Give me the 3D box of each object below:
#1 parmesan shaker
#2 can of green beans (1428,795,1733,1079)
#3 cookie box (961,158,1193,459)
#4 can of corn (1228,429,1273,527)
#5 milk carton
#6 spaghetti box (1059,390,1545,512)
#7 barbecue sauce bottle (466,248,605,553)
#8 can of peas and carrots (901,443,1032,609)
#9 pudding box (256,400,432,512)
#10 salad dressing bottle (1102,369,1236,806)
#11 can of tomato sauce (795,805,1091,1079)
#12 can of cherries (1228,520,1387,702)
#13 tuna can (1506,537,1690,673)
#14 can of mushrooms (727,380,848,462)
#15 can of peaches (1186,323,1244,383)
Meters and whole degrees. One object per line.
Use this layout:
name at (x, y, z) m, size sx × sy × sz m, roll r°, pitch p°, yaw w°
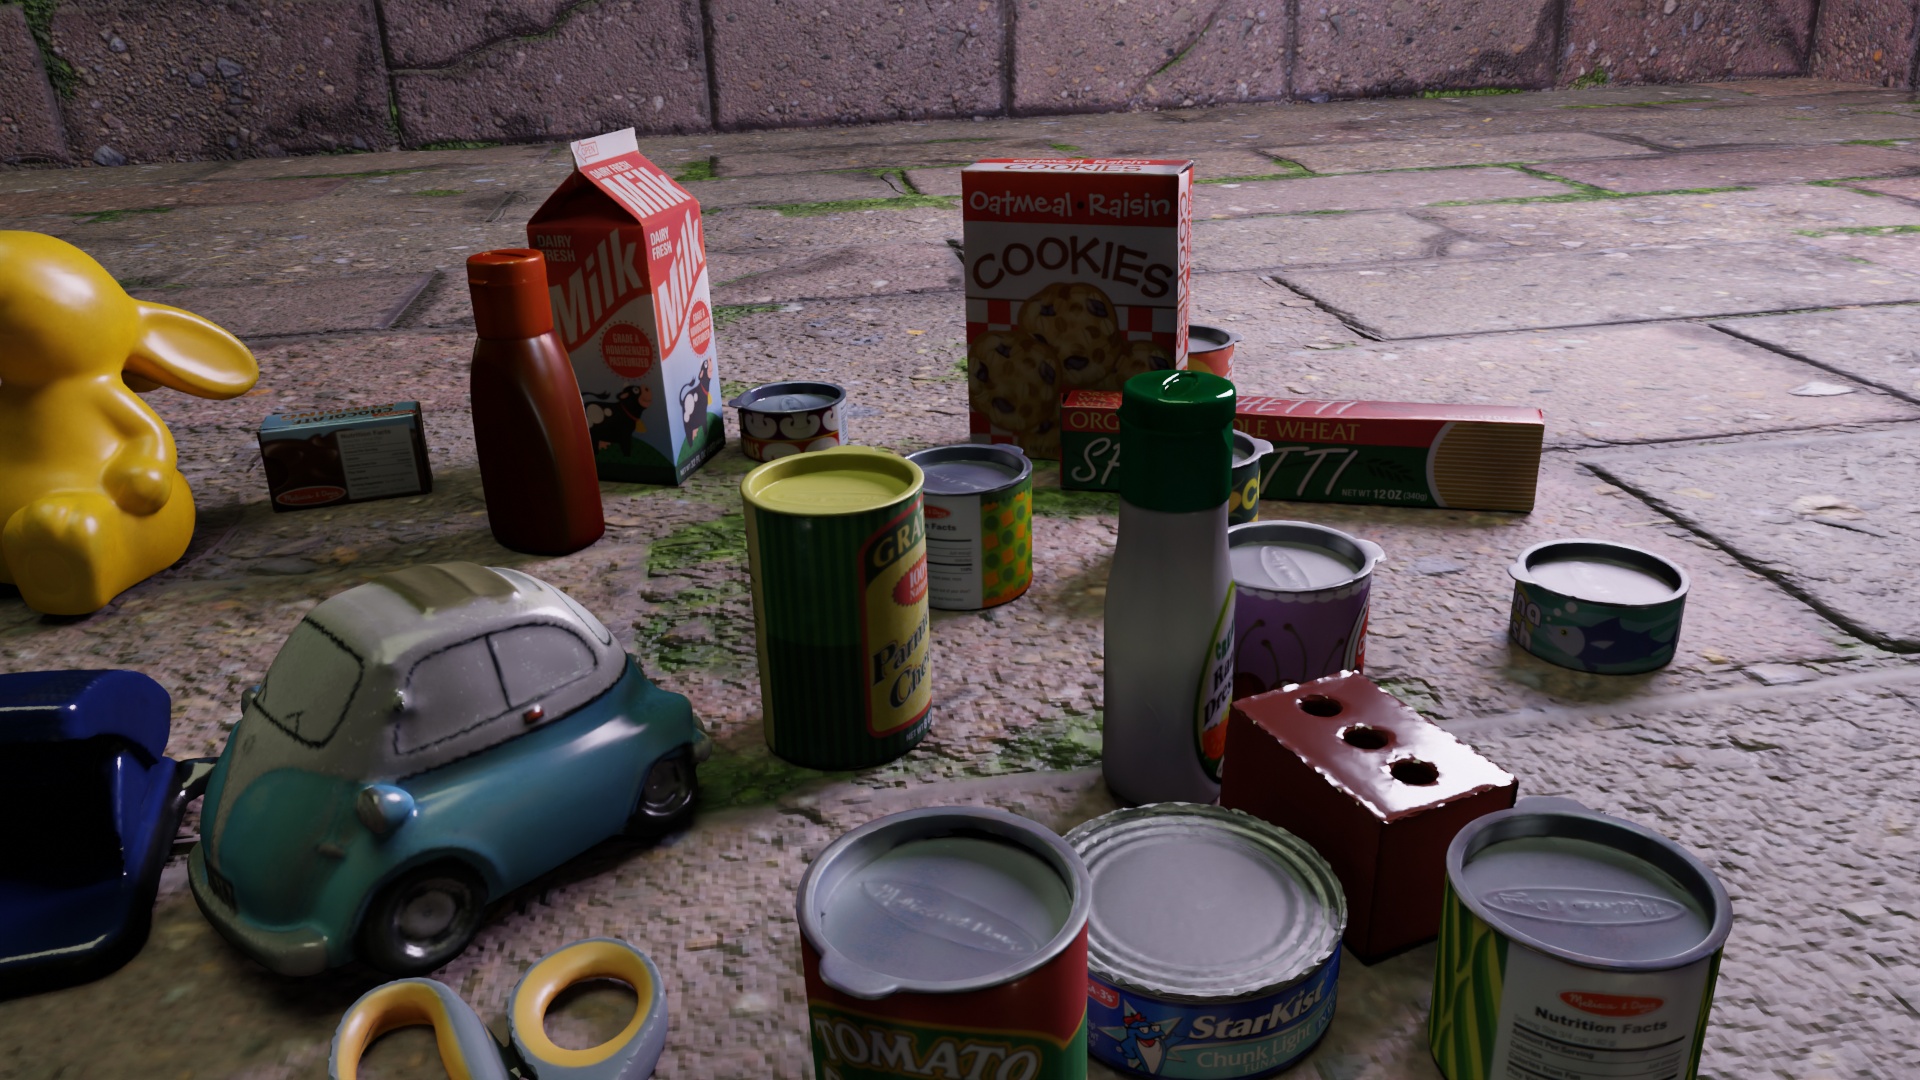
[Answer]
parmesan shaker at (-0.044, 0.024, 0.522) m, size 0.071 × 0.102 × 0.071 m, roll -2°, pitch 23°, yaw 1°
can of green beans at (0.157, 0.111, 0.358) m, size 0.071 × 0.057 × 0.071 m, roll -2°, pitch 23°, yaw 1°
cookie box at (0.066, -0.129, 0.789) m, size 0.123 × 0.166 × 0.040 m, roll 6°, pitch 24°, yaw 18°
can of corn at (0.112, -0.018, 0.662) m, size 0.071 × 0.058 × 0.071 m, roll -2°, pitch 23°, yaw 1°
milk carton at (-0.189, -0.133, 0.790) m, size 0.073 × 0.189 × 0.073 m, roll 4°, pitch 24°, yaw 14°
spaghetti box at (0.175, -0.049, 0.739) m, size 0.250 × 0.050 × 0.029 m, roll 3°, pitch 23°, yaw 13°
barbecue sauce bottle at (-0.217, -0.069, 0.696) m, size 0.065 × 0.148 × 0.044 m, roll 12°, pitch 26°, yaw 29°
can of peas and carrots at (0.002, -0.008, 0.648) m, size 0.071 × 0.058 × 0.071 m, roll -2°, pitch 23°, yaw 1°
pudding box at (-0.346, -0.049, 0.783) m, size 0.084 × 0.049 × 0.030 m, roll -9°, pitch 24°, yaw -15°
salad dressing bottle at (0.071, 0.018, 0.470) m, size 0.044 × 0.147 × 0.064 m, roll 7°, pitch 25°, yaw 21°
can of tomato sauce at (-0.003, 0.117, 0.326) m, size 0.071 × 0.082 × 0.071 m, roll -2°, pitch 23°, yaw 1°
can of cherries at (0.129, 0.031, 0.546) m, size 0.071 × 0.058 × 0.072 m, roll -2°, pitch 23°, yaw 1°
tuna can at (0.262, 0.027, 0.578) m, size 0.071 × 0.032 × 0.071 m, roll -2°, pitch 23°, yaw 1°
can of mushrooms at (-0.103, -0.072, 0.839) m, size 0.071 × 0.033 × 0.071 m, roll -2°, pitch 23°, yaw 1°
can of peaches at (0.135, -0.096, 0.842) m, size 0.071 × 0.057 × 0.071 m, roll -2°, pitch 23°, yaw 1°
